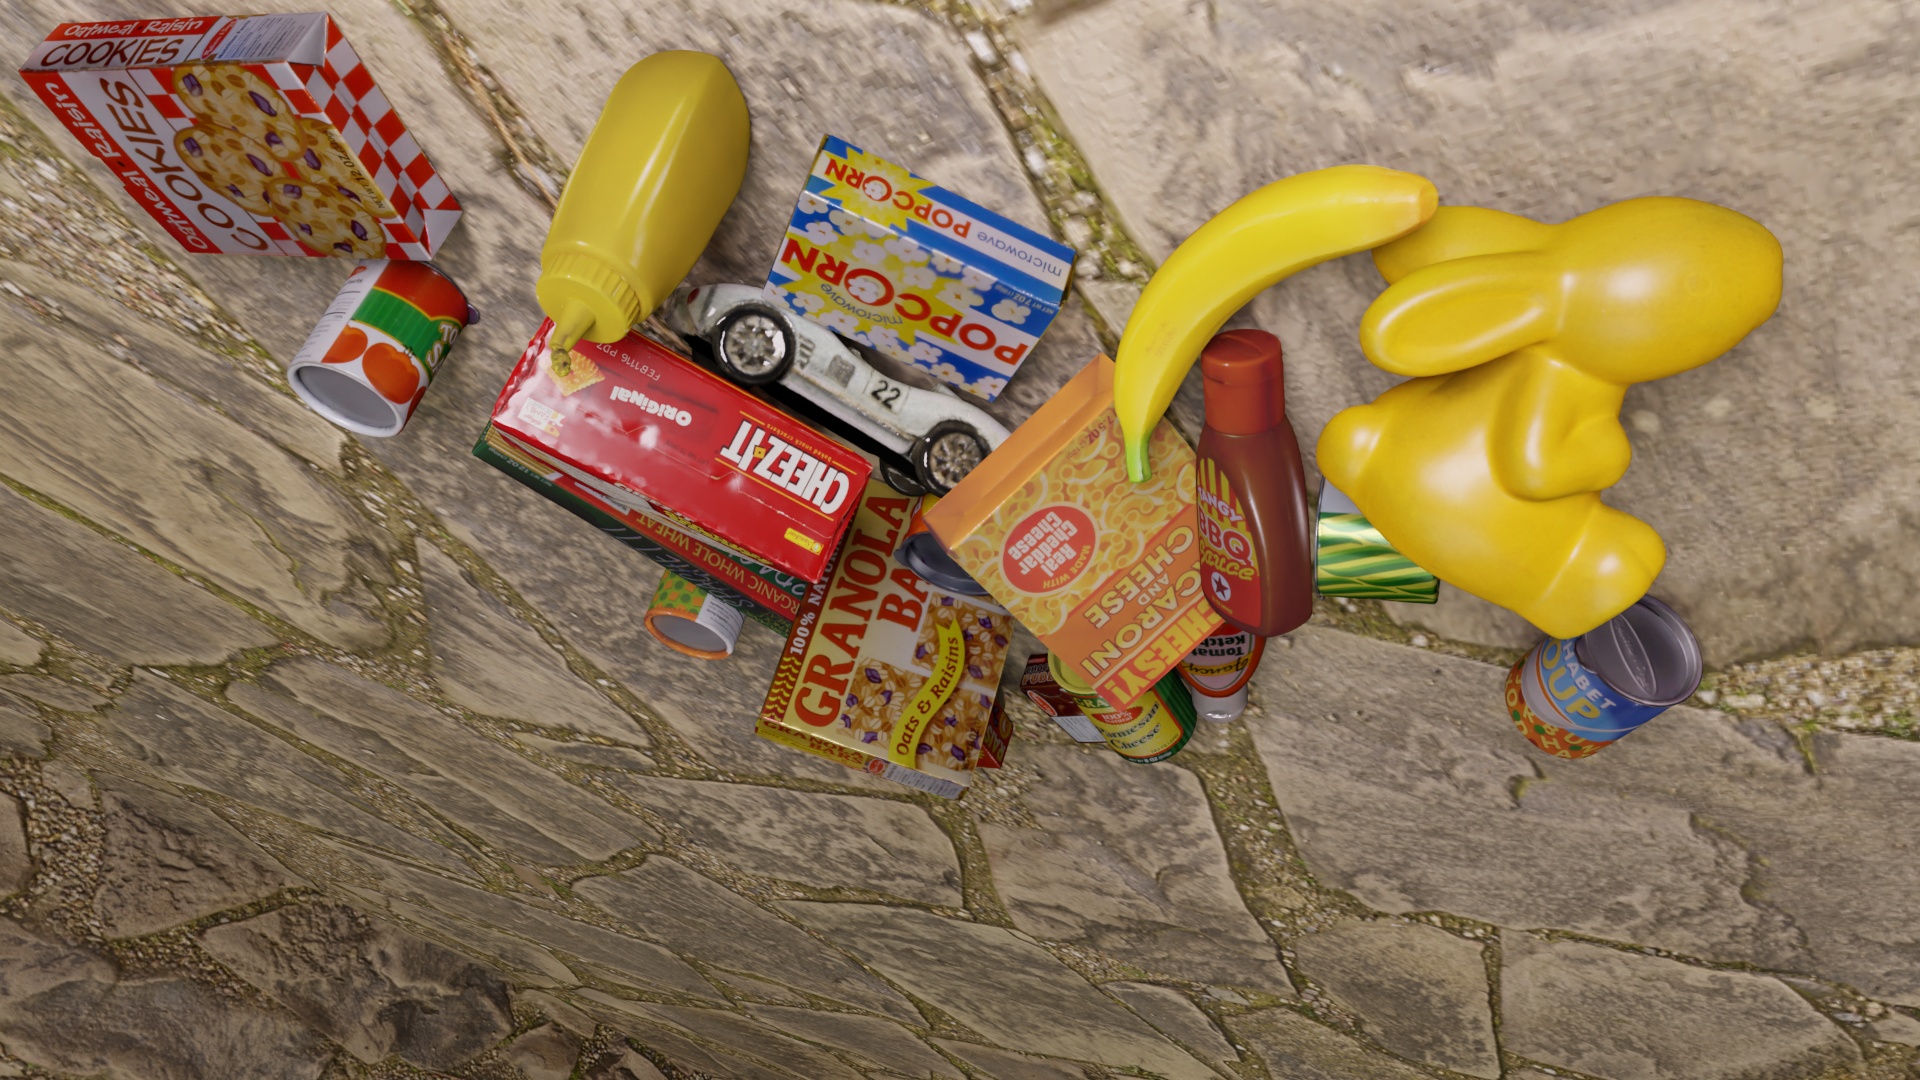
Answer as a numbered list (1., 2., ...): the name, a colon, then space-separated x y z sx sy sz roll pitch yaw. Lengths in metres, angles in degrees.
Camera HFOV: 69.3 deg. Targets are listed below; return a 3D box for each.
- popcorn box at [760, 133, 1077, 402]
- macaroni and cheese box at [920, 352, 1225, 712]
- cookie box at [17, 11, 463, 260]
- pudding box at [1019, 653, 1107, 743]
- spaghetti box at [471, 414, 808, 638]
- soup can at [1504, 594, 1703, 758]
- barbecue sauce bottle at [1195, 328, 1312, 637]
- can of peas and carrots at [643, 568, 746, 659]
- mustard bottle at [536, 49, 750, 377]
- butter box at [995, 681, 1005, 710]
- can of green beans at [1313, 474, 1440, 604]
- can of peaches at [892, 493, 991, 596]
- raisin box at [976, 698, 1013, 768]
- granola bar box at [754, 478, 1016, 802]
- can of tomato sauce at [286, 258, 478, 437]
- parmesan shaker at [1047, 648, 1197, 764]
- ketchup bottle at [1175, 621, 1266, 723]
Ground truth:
1. popcorn box: -0.021 -0.122 0.642 0.127 0.038 0.085 23 150 -10
2. macaroni and cheese box: 0.078 0.001 0.724 0.123 0.040 0.166 -42 128 5
3. cookie box: -0.354 -0.196 0.689 0.167 0.040 0.122 6 148 19
4. pudding box: 0.086 0.112 0.980 0.049 0.030 0.083 -8 141 38
5. spaghetti box: -0.191 -0.014 0.896 0.250 0.050 0.028 34 147 -27
6. soup can: 0.341 0.074 0.749 0.071 0.072 0.083 18 150 0
7. barbecue sauce bottle: 0.139 -0.028 0.668 0.065 0.044 0.147 43 150 52
8. can of peas and carrots: -0.183 0.043 0.977 0.071 0.059 0.070 13 149 8
9. mustard bottle: -0.135 -0.130 0.567 0.049 0.161 0.065 8 147 18
10. butter box: 0.001 0.103 1.015 0.053 0.024 0.103 9 149 15
11. can of green beans: 0.210 -0.002 0.694 0.058 0.071 0.071 4 147 20
12. can of peaches: 0.003 -0.010 0.795 0.071 0.058 0.071 13 150 8
13. raisin box: -0.024 0.113 0.980 0.086 0.040 0.123 0 143 27
14. granola bar box: -0.034 0.055 0.814 0.124 0.166 0.039 19 150 -4
15. can of tomato sauce: -0.321 -0.108 0.774 0.071 0.083 0.071 13 149 8
16. parmesan shaker: 0.110 0.094 0.904 0.071 0.071 0.102 -3 144 31
17. ketchup bottle: 0.157 0.063 0.852 0.065 0.044 0.148 1 147 14
